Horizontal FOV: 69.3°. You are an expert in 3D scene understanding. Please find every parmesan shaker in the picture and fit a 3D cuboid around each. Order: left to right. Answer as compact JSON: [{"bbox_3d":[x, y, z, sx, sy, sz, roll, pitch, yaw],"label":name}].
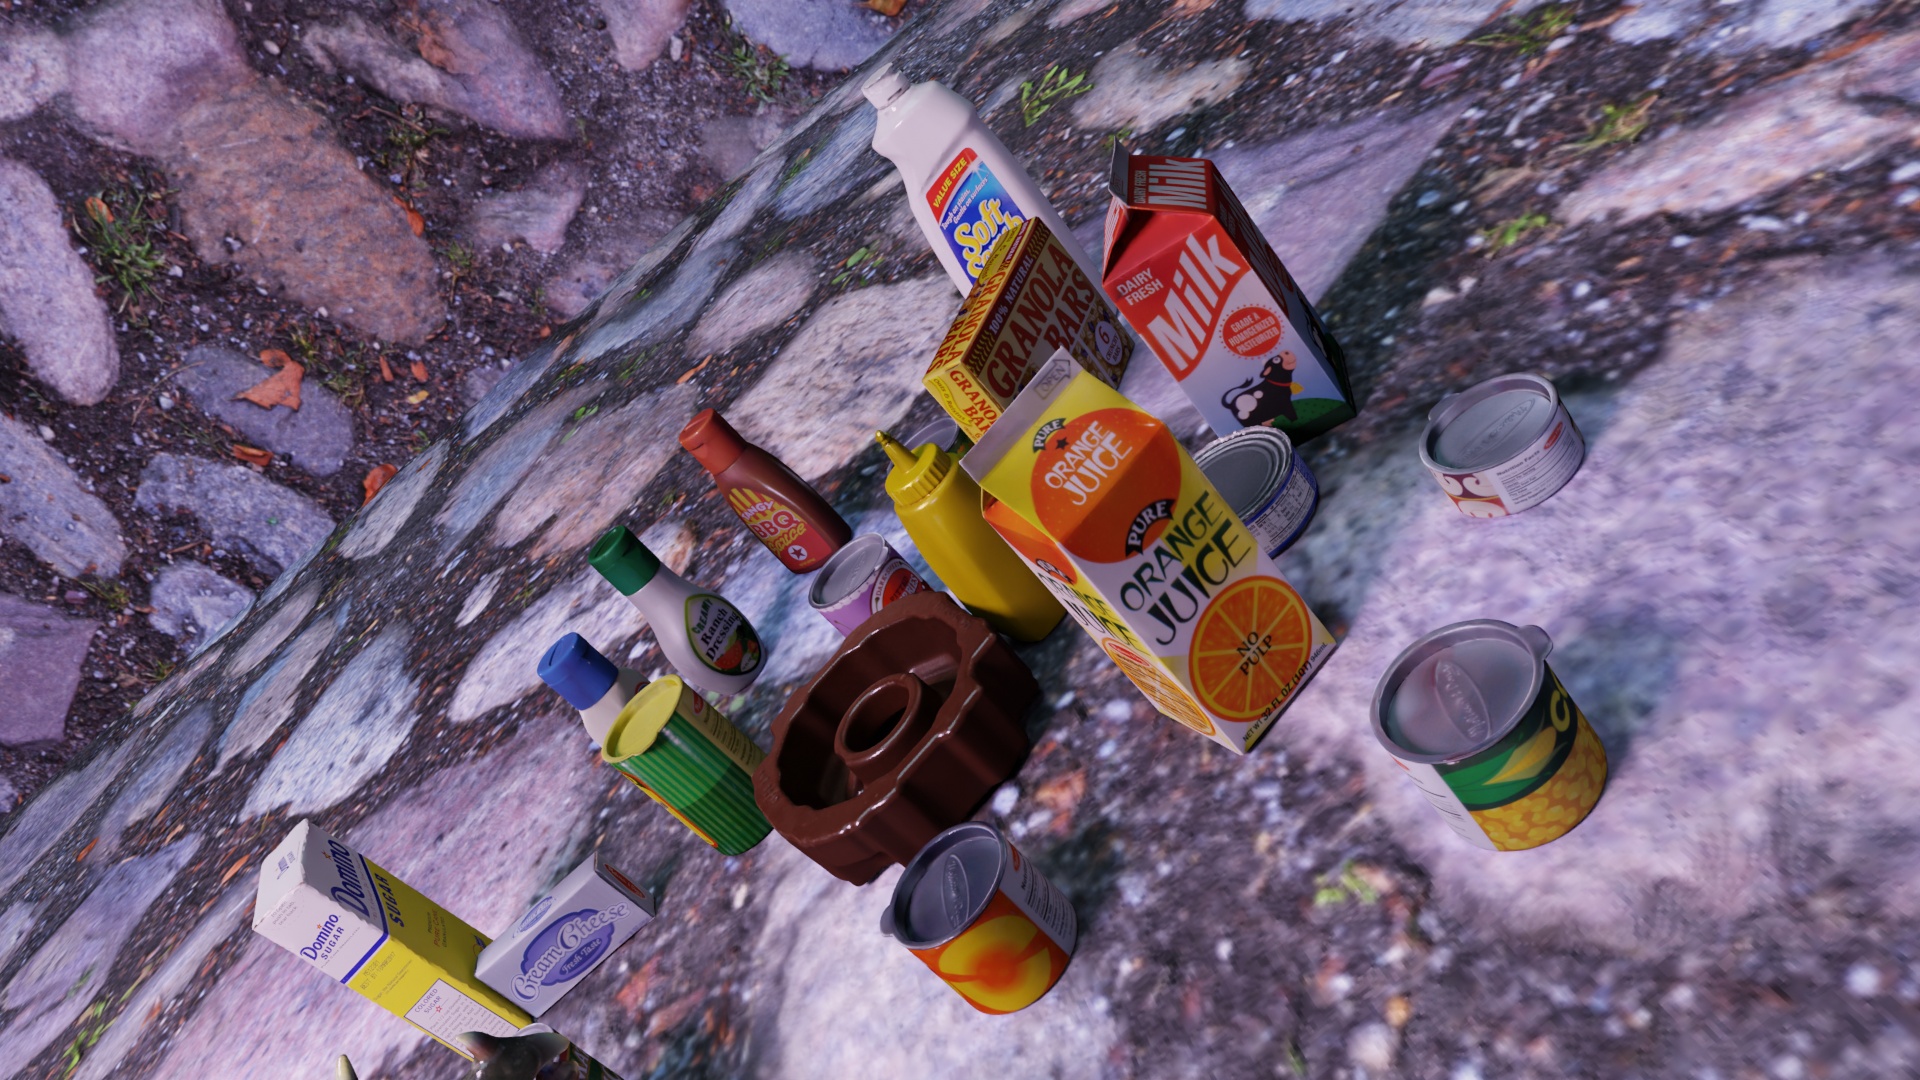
[{"bbox_3d":[-0.161,0.142,0.859,0.071,0.103,0.072,-33,27,20],"label":"parmesan shaker"}]

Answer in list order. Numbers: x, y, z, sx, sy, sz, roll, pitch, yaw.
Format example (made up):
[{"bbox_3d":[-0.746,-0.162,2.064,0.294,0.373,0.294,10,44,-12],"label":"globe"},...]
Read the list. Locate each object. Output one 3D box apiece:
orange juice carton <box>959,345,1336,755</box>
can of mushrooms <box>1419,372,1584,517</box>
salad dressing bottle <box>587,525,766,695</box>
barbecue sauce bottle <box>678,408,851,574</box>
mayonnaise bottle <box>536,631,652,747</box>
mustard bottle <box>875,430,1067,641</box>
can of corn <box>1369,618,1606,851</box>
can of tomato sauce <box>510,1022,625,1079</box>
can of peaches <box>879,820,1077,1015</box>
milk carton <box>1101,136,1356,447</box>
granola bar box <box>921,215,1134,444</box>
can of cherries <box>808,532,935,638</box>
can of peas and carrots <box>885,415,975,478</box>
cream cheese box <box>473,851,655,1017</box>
[{"bbox_3d":[0.080,0.005,0.630,0.072,0.192,0.073,-48,26,-10],"label":"orange juice carton"},{"bbox_3d":[0.252,-0.045,0.650,0.071,0.033,0.071,-33,27,19],"label":"can of mushrooms"},{"bbox_3d":[-0.206,0.051,1.010,0.044,0.147,0.064,-17,36,42],"label":"salad dressing bottle"},{"bbox_3d":[-0.154,-0.039,1.074,0.064,0.148,0.044,-23,32,35],"label":"barbecue sauce bottle"},{"bbox_3d":[-0.211,0.120,0.911,0.041,0.147,0.065,-34,27,17],"label":"mayonnaise bottle"},{"bbox_3d":[0.003,-0.010,0.798,0.049,0.160,0.065,1,49,55],"label":"mustard bottle"},{"bbox_3d":[0.199,0.071,0.517,0.071,0.058,0.071,-33,27,19],"label":"can of corn"},{"bbox_3d":[-0.197,0.293,0.699,0.071,0.083,0.071,-33,27,19],"label":"can of tomato sauce"},{"bbox_3d":[0.009,0.172,0.628,0.071,0.058,0.071,-33,27,19],"label":"can of peaches"},{"bbox_3d":[0.138,-0.137,0.770,0.073,0.190,0.073,-29,29,27],"label":"milk carton"},{"bbox_3d":[0.052,-0.123,0.945,0.039,0.124,0.166,-19,34,40],"label":"granola bar box"},{"bbox_3d":[-0.056,0.038,0.924,0.071,0.058,0.072,-33,27,19],"label":"can of cherries"},{"bbox_3d":[-0.008,-0.045,0.983,0.071,0.058,0.071,-33,27,19],"label":"can of peas and carrots"},{"bbox_3d":[-0.248,0.249,0.873,0.104,0.053,0.024,-41,26,3],"label":"cream cheese box"}]
